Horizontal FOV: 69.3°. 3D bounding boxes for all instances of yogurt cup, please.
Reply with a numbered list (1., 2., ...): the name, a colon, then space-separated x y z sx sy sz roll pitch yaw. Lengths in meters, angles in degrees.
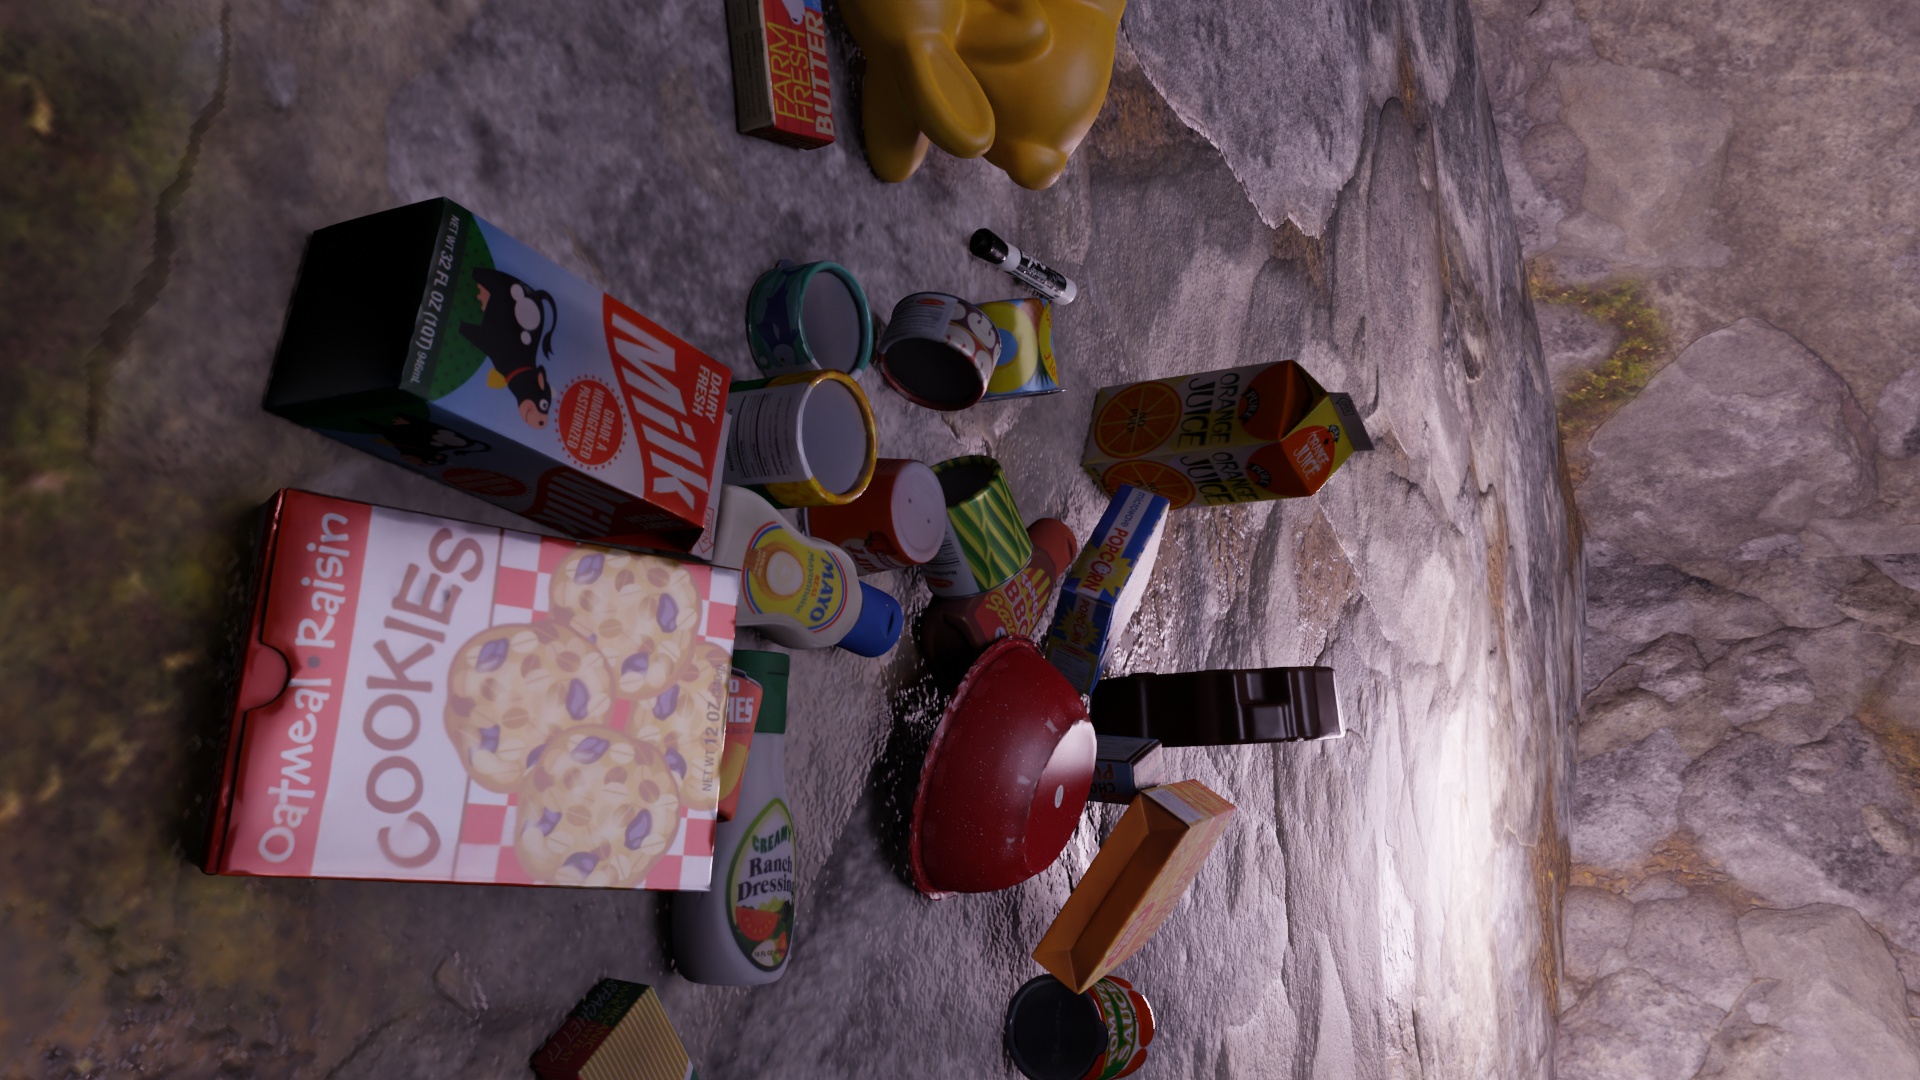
1. yogurt cup: -0.044 -0.014 0.736 0.072 0.054 0.072 12 76 -58

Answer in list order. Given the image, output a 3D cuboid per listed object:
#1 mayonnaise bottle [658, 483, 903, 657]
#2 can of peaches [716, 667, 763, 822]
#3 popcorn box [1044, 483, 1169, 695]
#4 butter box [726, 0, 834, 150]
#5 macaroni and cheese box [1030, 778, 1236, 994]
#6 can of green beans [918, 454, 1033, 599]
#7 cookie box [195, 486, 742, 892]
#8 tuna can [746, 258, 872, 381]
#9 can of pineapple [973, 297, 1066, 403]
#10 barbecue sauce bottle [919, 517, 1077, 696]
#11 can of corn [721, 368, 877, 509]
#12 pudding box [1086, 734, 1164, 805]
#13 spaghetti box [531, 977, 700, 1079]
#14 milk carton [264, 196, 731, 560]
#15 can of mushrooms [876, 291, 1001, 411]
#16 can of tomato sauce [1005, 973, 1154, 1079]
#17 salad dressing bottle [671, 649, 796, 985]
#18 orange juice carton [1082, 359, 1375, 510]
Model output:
1. mayonnaise bottle: -0.083 0.023 0.679 0.148 0.041 0.065 30 67 -53
2. can of peaches: -0.120 0.083 0.583 0.071 0.071 0.058 38 57 -51
3. popcorn box: 0.100 0.031 0.946 0.127 0.038 0.084 -55 161 -46
4. butter box: -0.093 -0.257 0.713 0.053 0.024 0.103 -10 94 -58
5. macaroni and cheese box: 0.117 0.218 0.898 0.123 0.040 0.166 -58 159 6
6. can of green beans: 0.002 -0.009 0.797 0.071 0.071 0.057 -54 130 -47
7. cookie box: -0.165 0.058 0.490 0.167 0.040 0.123 13 74 -35
8. tuna can: -0.076 -0.112 0.715 0.071 0.033 0.071 9 79 -58
9. can of pineapple: 0.027 -0.115 0.848 0.071 0.071 0.058 -13 98 -58
10. barbecue sauce bottle: 0.028 0.034 0.855 0.149 0.043 0.064 -46 129 -51
11. can of corn: -0.080 -0.048 0.676 0.071 0.058 0.071 10 79 -58
12. pudding box: 0.083 0.146 0.895 0.050 0.083 0.030 -22 108 -58
13. spaghetti box: -0.112 0.303 0.609 0.050 0.028 0.249 -47 125 -49
14. milk carton: -0.155 -0.051 0.540 0.190 0.073 0.072 29 62 -54
15. can of mushrooms: -0.011 -0.105 0.787 0.071 0.071 0.033 54 44 -41
16. can of tomato sauce: 0.079 0.309 0.880 0.083 0.071 0.071 27 64 -55
17. salad dressing bottle: -0.100 0.125 0.636 0.064 0.044 0.148 18 71 -59
18. orange juice carton: 0.192 -0.074 0.995 0.071 0.192 0.073 48 47 -44
